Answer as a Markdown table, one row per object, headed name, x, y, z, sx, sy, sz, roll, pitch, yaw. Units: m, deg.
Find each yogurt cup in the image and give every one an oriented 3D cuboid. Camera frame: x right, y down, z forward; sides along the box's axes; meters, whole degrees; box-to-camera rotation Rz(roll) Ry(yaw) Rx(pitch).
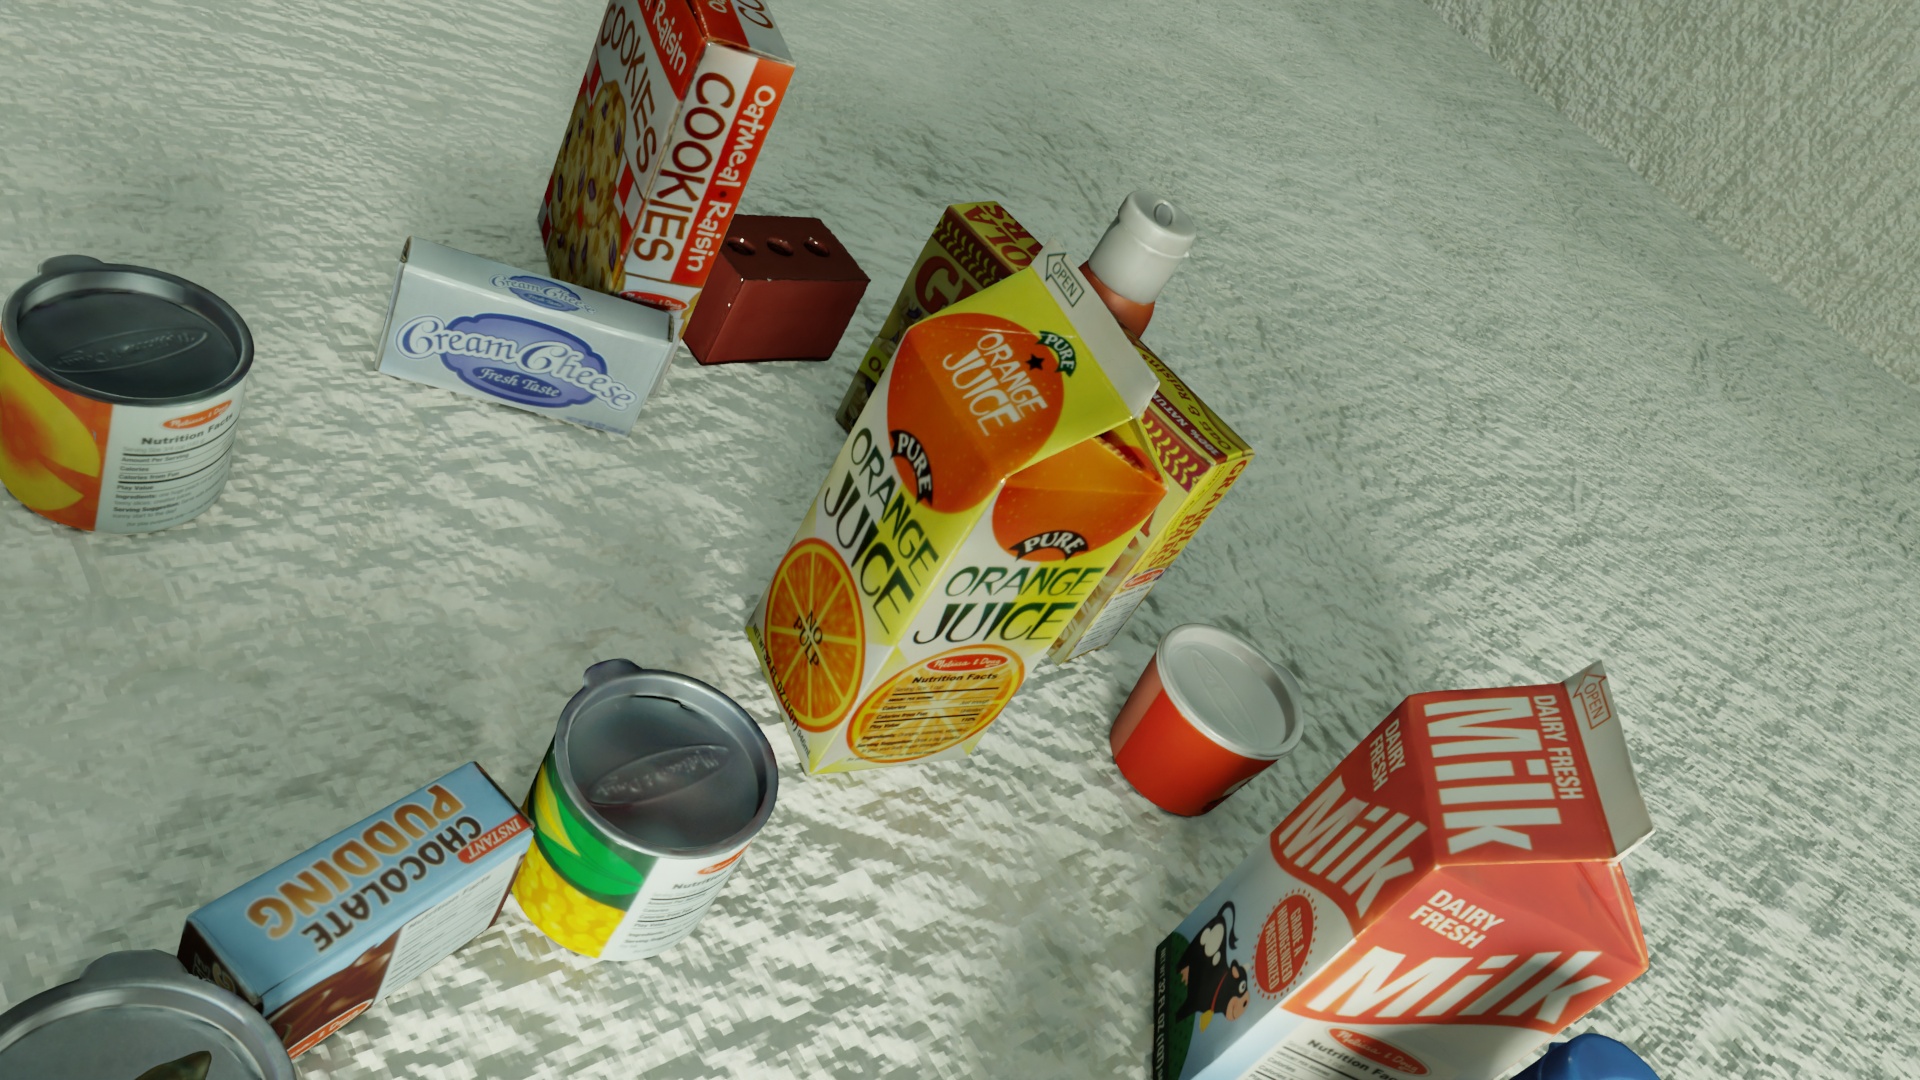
| name | x | y | z | sx | sy | sz | roll | pitch | yaw |
| --- | --- | --- | --- | --- | --- | --- | --- | --- | --- |
| yogurt cup | 0.098 | 0.076 | 0.570 | 0.072 | 0.053 | 0.073 | 21 | 37 | -16 |

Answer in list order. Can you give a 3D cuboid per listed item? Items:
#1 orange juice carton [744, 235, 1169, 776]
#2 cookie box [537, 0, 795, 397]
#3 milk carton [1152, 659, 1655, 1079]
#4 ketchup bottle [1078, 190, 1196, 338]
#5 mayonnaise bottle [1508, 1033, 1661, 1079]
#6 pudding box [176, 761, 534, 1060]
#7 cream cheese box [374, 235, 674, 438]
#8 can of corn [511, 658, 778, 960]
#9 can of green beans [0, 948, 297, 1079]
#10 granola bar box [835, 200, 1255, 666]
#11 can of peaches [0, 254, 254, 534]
| name | x | y | z | sx | sy | sz | roll | pitch | yaw |
| --- | --- | --- | --- | --- | --- | --- | --- | --- | --- |
| orange juice carton | 0.002 | -0.006 | 0.476 | 0.073 | 0.191 | 0.072 | 1 | 46 | -37 |
| cookie box | -0.131 | -0.165 | 0.585 | 0.040 | 0.166 | 0.123 | 6 | 43 | -33 |
| milk carton | 0.140 | 0.119 | 0.434 | 0.073 | 0.189 | 0.073 | 27 | 36 | -9 |
| ketchup bottle | 0.059 | -0.095 | 0.663 | 0.043 | 0.148 | 0.065 | 28 | 36 | -7 |
| mayonnaise bottle | 0.132 | 0.188 | 0.383 | 0.065 | 0.147 | 0.041 | 12 | 40 | -27 |
| pudding box | -0.155 | 0.098 | 0.357 | 0.030 | 0.049 | 0.084 | 42 | 36 | 13 |
| cream cheese box | -0.172 | -0.078 | 0.549 | 0.104 | 0.053 | 0.024 | 15 | 39 | -24 |
| can of corn | -0.097 | 0.080 | 0.414 | 0.071 | 0.058 | 0.071 | 21 | 37 | -16 |
| can of green beans | -0.178 | 0.134 | 0.289 | 0.071 | 0.057 | 0.071 | 21 | 37 | -16 |
| granola bar box | 0.029 | -0.047 | 0.604 | 0.039 | 0.123 | 0.166 | -18 | 59 | -48 |
| can of peaches | -0.264 | -0.046 | 0.437 | 0.071 | 0.057 | 0.071 | 21 | 37 | -16 |
